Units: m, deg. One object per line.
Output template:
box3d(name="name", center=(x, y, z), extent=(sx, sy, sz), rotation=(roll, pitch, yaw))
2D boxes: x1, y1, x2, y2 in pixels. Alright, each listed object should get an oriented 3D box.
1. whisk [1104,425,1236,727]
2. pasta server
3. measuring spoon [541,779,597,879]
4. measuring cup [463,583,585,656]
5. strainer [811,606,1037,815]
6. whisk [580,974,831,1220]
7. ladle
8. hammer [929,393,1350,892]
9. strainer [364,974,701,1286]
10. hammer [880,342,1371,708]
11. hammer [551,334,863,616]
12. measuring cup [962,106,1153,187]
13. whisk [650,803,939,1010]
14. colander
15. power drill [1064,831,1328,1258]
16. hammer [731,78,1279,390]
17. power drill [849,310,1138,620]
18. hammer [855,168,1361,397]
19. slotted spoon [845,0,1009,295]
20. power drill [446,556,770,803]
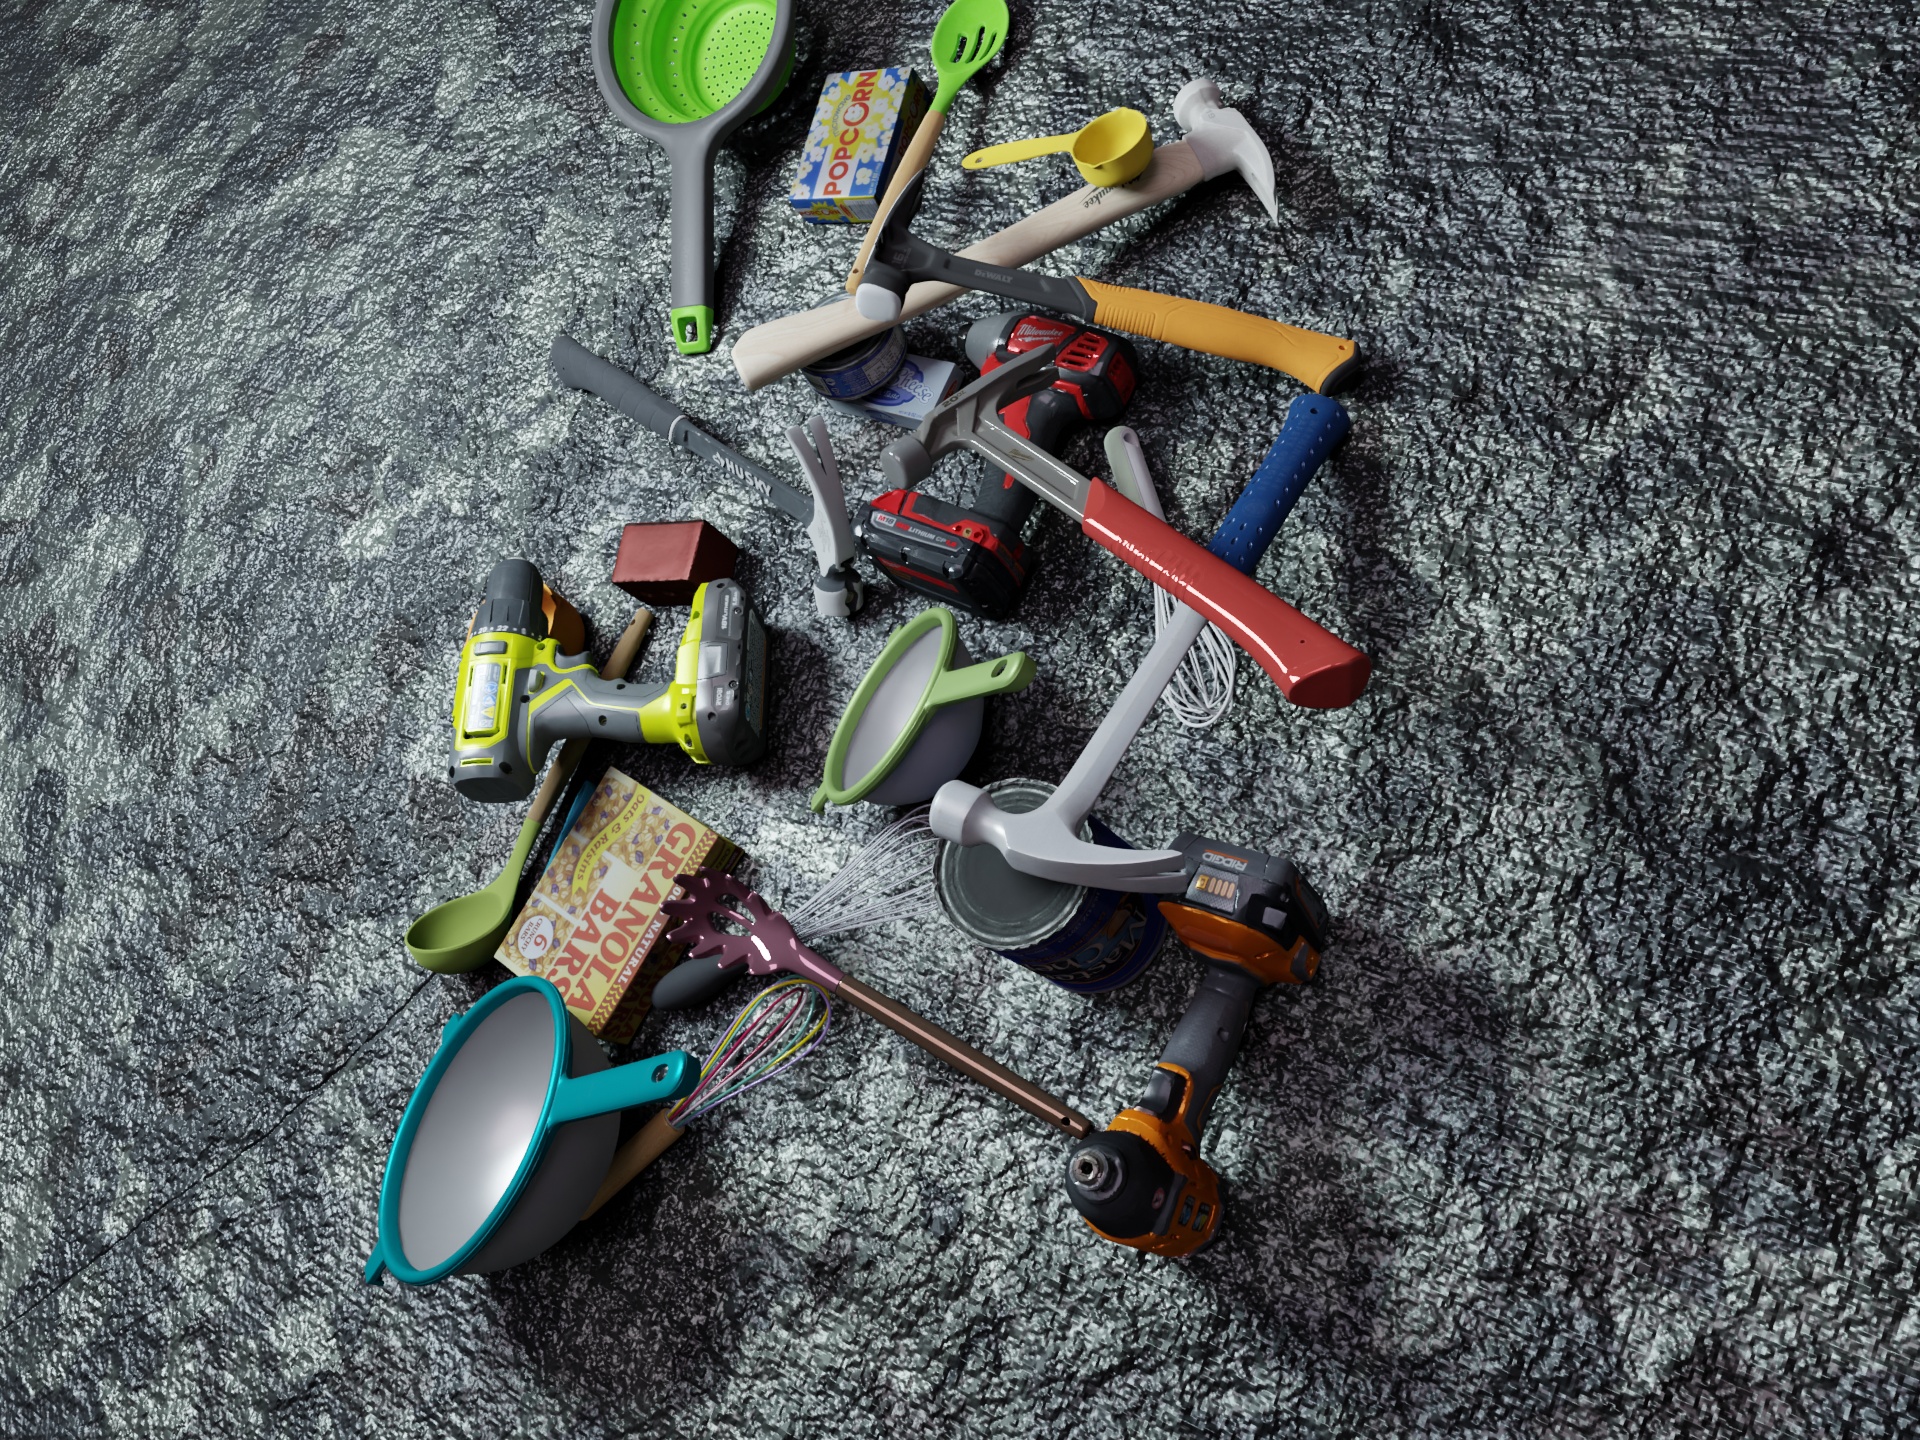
box3d(name="whisk", center=(0.136, -0.103, 1.068), extent=(0.059, 0.057, 0.247), rotation=(-44, 48, 41))
box3d(name="pasta server", center=(-0.057, 0.184, 1.023), extent=(0.316, 0.040, 0.060), rotation=(27, 94, 19))
box3d(name="measuring spoon", center=(-0.302, 0.108, 1.211), extent=(0.128, 0.021, 0.042), rotation=(-68, 16, -5))
box3d(name="measuring cup", center=(-0.336, -0.029, 1.262), extent=(0.095, 0.052, 0.174), rotation=(-25, 62, 15))
box3d(name="strainer", center=(-0.002, -0.003, 1.032), extent=(0.256, 0.069, 0.151), rotation=(-14, 48, 62))
box3d(name="whisk", center=(-0.184, 0.257, 1.087), extent=(0.245, 0.047, 0.051), rotation=(-43, 60, 9))
box3d(name="ladle", center=(-0.325, 0.049, 1.228), extent=(0.078, 0.062, 0.320), rotation=(15, 75, 46))
box3d(name="hammer", center=(0.145, -0.061, 0.956), extent=(0.144, 0.035, 0.406), rotation=(19, 56, 26))
box3d(name="strainer", center=(-0.253, 0.270, 1.046), extent=(0.340, 0.095, 0.211), rotation=(-22, 46, 39))
box3d(name="hammer", center=(0.110, -0.119, 0.967), extent=(0.149, 0.036, 0.359), rotation=(-35, 51, -18))
box3d(name="hammer", center=(-0.214, -0.227, 1.253), extent=(0.036, 0.149, 0.409), rotation=(-30, 46, -28))
box3d(name="measuring cup", center=(0.070, -0.409, 1.160), extent=(0.156, 0.029, 0.062), rotation=(6, 60, 36))
box3d(name="whisk", center=(-0.100, 0.138, 1.087), extent=(0.284, 0.070, 0.070), rotation=(-29, 61, 19))
box3d(name="colander", center=(-0.211, -0.508, 1.377), extent=(0.204, 0.094, 0.397), rotation=(-1, 89, 25))
box3d(name="power drill", center=(0.127, 0.184, 0.894), extent=(0.084, 0.164, 0.226), rotation=(15, 76, 30))
box3d(name="hammer", center=(0.027, -0.333, 1.160), extent=(0.410, 0.038, 0.146), rotation=(-24, 54, 4))
box3d(name="power drill", center=(0.020, -0.195, 1.143), extent=(0.143, 0.078, 0.220), rotation=(24, 79, 30))
box3d(name="hammer", center=(0.106, -0.285, 1.079), extent=(0.337, 0.034, 0.127), rotation=(15, 57, 3))
box3d(name="slotted spoon", center=(-0.030, -0.462, 1.267), extent=(0.070, 0.031, 0.314), rotation=(9, 65, 28))
box3d(name="power drill", center=(-0.262, -0.041, 1.182), extent=(0.228, 0.080, 0.191), rotation=(-4, 65, 8))
